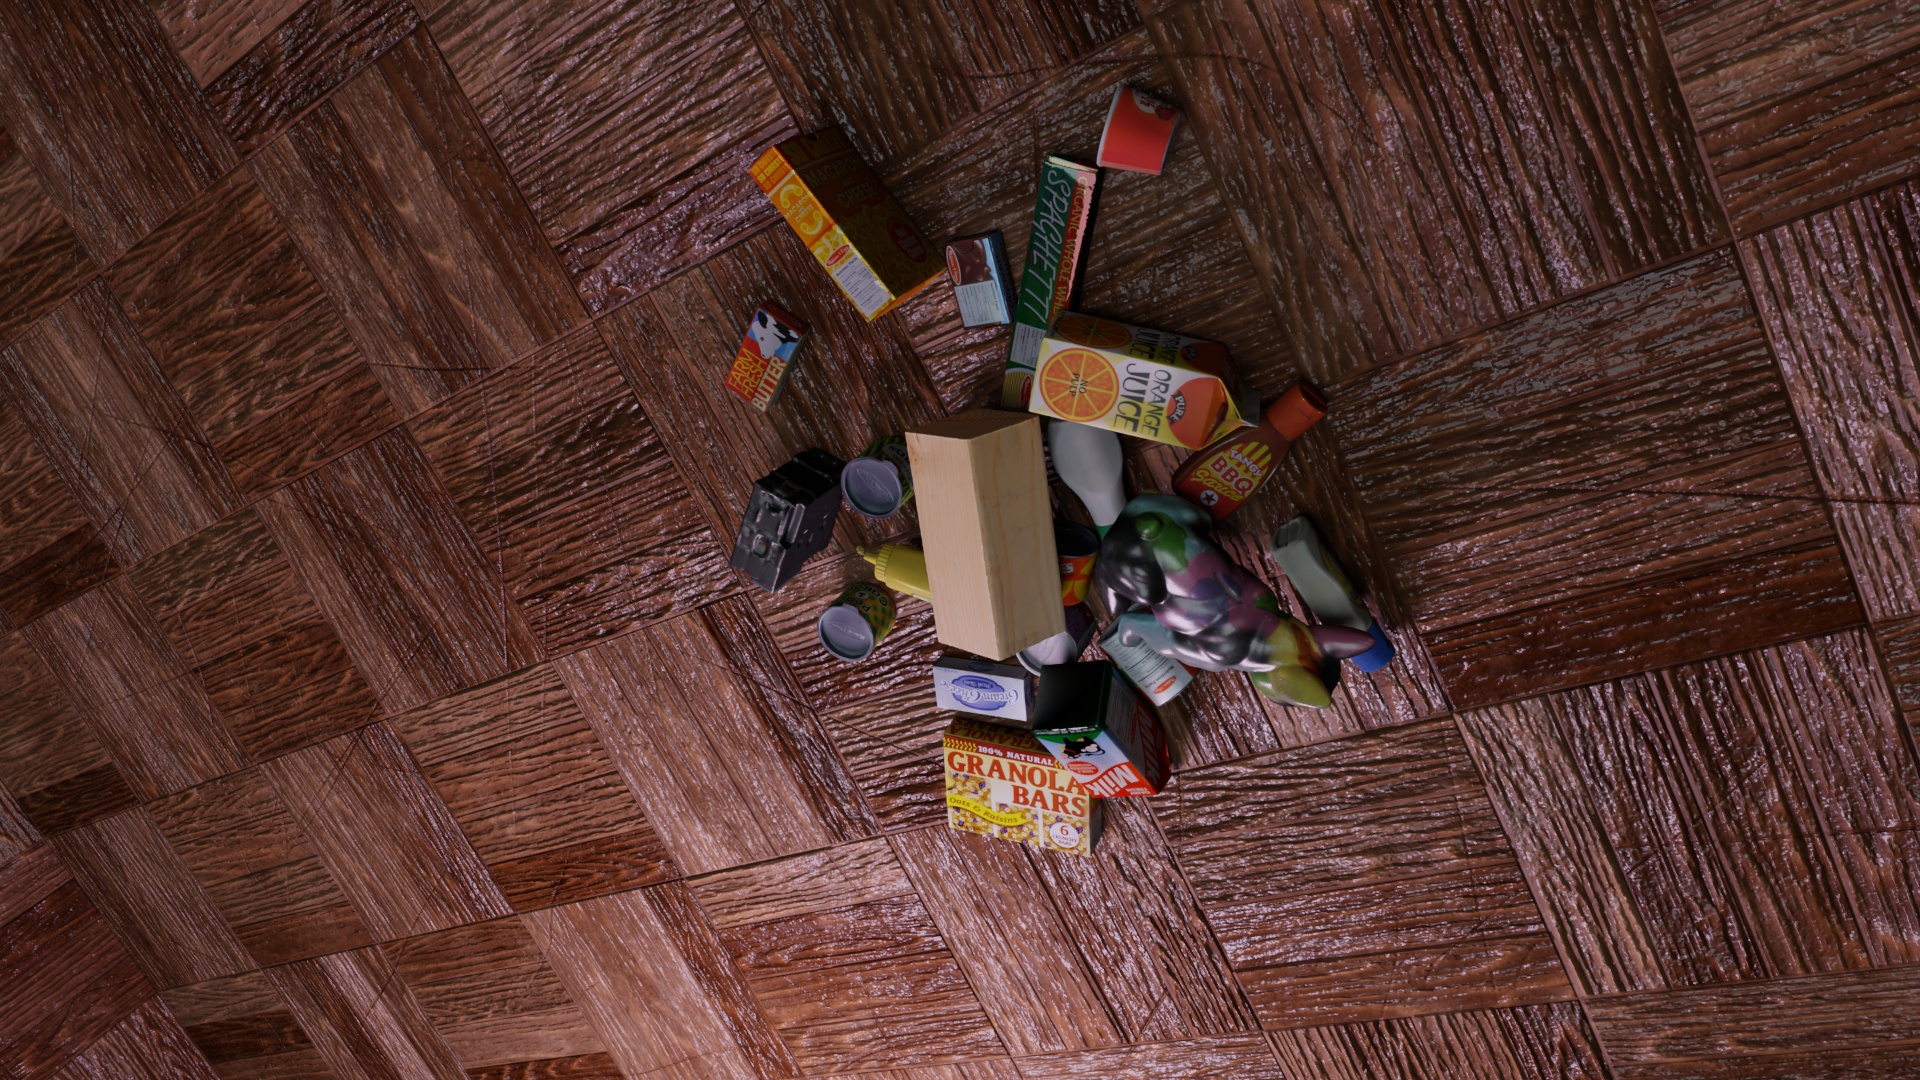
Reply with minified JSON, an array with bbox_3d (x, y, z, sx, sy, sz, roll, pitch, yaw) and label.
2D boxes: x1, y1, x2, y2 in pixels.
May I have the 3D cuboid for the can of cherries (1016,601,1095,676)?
[{"bbox_3d":[0.091,0.091,1.369,0.071,0.059,0.071,11,120,20],"label":"can of cherries"}]

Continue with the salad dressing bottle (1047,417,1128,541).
[{"bbox_3d":[0.128,-0.053,1.285,0.064,0.044,0.147,-25,110,-2],"label":"salad dressing bottle"}]

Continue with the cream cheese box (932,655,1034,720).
[{"bbox_3d":[0.024,0.155,1.453,0.104,0.024,0.053,6,118,23],"label":"cream cheese box"}]

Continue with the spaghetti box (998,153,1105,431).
[{"bbox_3d":[0.080,-0.218,1.236,0.050,0.029,0.248,19,121,15],"label":"spaghetti box"}]

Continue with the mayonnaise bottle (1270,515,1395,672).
[{"bbox_3d":[0.332,0.050,1.236,0.041,0.065,0.148,-33,103,26],"label":"mayonnaise bottle"}]

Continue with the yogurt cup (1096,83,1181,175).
[{"bbox_3d":[0.146,-0.331,1.128,0.054,0.073,0.072,18,122,6],"label":"yogurt cup"}]

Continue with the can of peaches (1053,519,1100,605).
[{"bbox_3d":[0.094,0.022,1.325,0.071,0.071,0.057,20,123,15],"label":"can of peaches"}]

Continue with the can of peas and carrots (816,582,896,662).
[{"bbox_3d":[-0.108,0.083,1.458,0.071,0.059,0.070,10,118,20],"label":"can of peas and carrots"}]

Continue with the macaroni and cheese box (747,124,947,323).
[{"bbox_3d":[-0.096,-0.284,1.227,0.040,0.124,0.166,-35,97,31],"label":"macaroni and cheese box"}]

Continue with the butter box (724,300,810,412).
[{"bbox_3d":[-0.193,-0.182,1.384,0.053,0.024,0.103,35,124,5],"label":"butter box"}]

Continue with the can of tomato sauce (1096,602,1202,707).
[{"bbox_3d":[0.182,0.107,1.332,0.083,0.071,0.071,46,125,-2],"label":"can of tomato sauce"}]

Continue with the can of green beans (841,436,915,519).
[{"bbox_3d":[-0.075,-0.063,1.369,0.071,0.058,0.071,11,119,20],"label":"can of green beans"}]

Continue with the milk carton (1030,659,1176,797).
[{"bbox_3d":[0.145,0.197,1.363,0.072,0.074,0.190,-10,141,29],"label":"milk carton"}]

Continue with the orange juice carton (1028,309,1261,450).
[{"bbox_3d":[0.163,-0.135,1.196,0.193,0.072,0.072,14,122,7],"label":"orange juice carton"}]

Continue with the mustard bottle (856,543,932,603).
[{"bbox_3d":[-0.034,0.036,1.394,0.160,0.065,0.049,18,86,18],"label":"mustard bottle"}]

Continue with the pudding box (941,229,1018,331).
[{"bbox_3d":[0.020,-0.235,1.255,0.049,0.030,0.083,-5,112,28],"label":"pudding box"}]

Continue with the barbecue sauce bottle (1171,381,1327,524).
[{"bbox_3d":[0.255,-0.079,1.215,0.065,0.044,0.148,39,125,-9],"label":"barbecue sauce bottle"}]

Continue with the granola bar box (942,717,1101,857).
[{"bbox_3d":[0.065,0.262,1.479,0.165,0.039,0.123,7,117,21],"label":"granola bar box"}]
